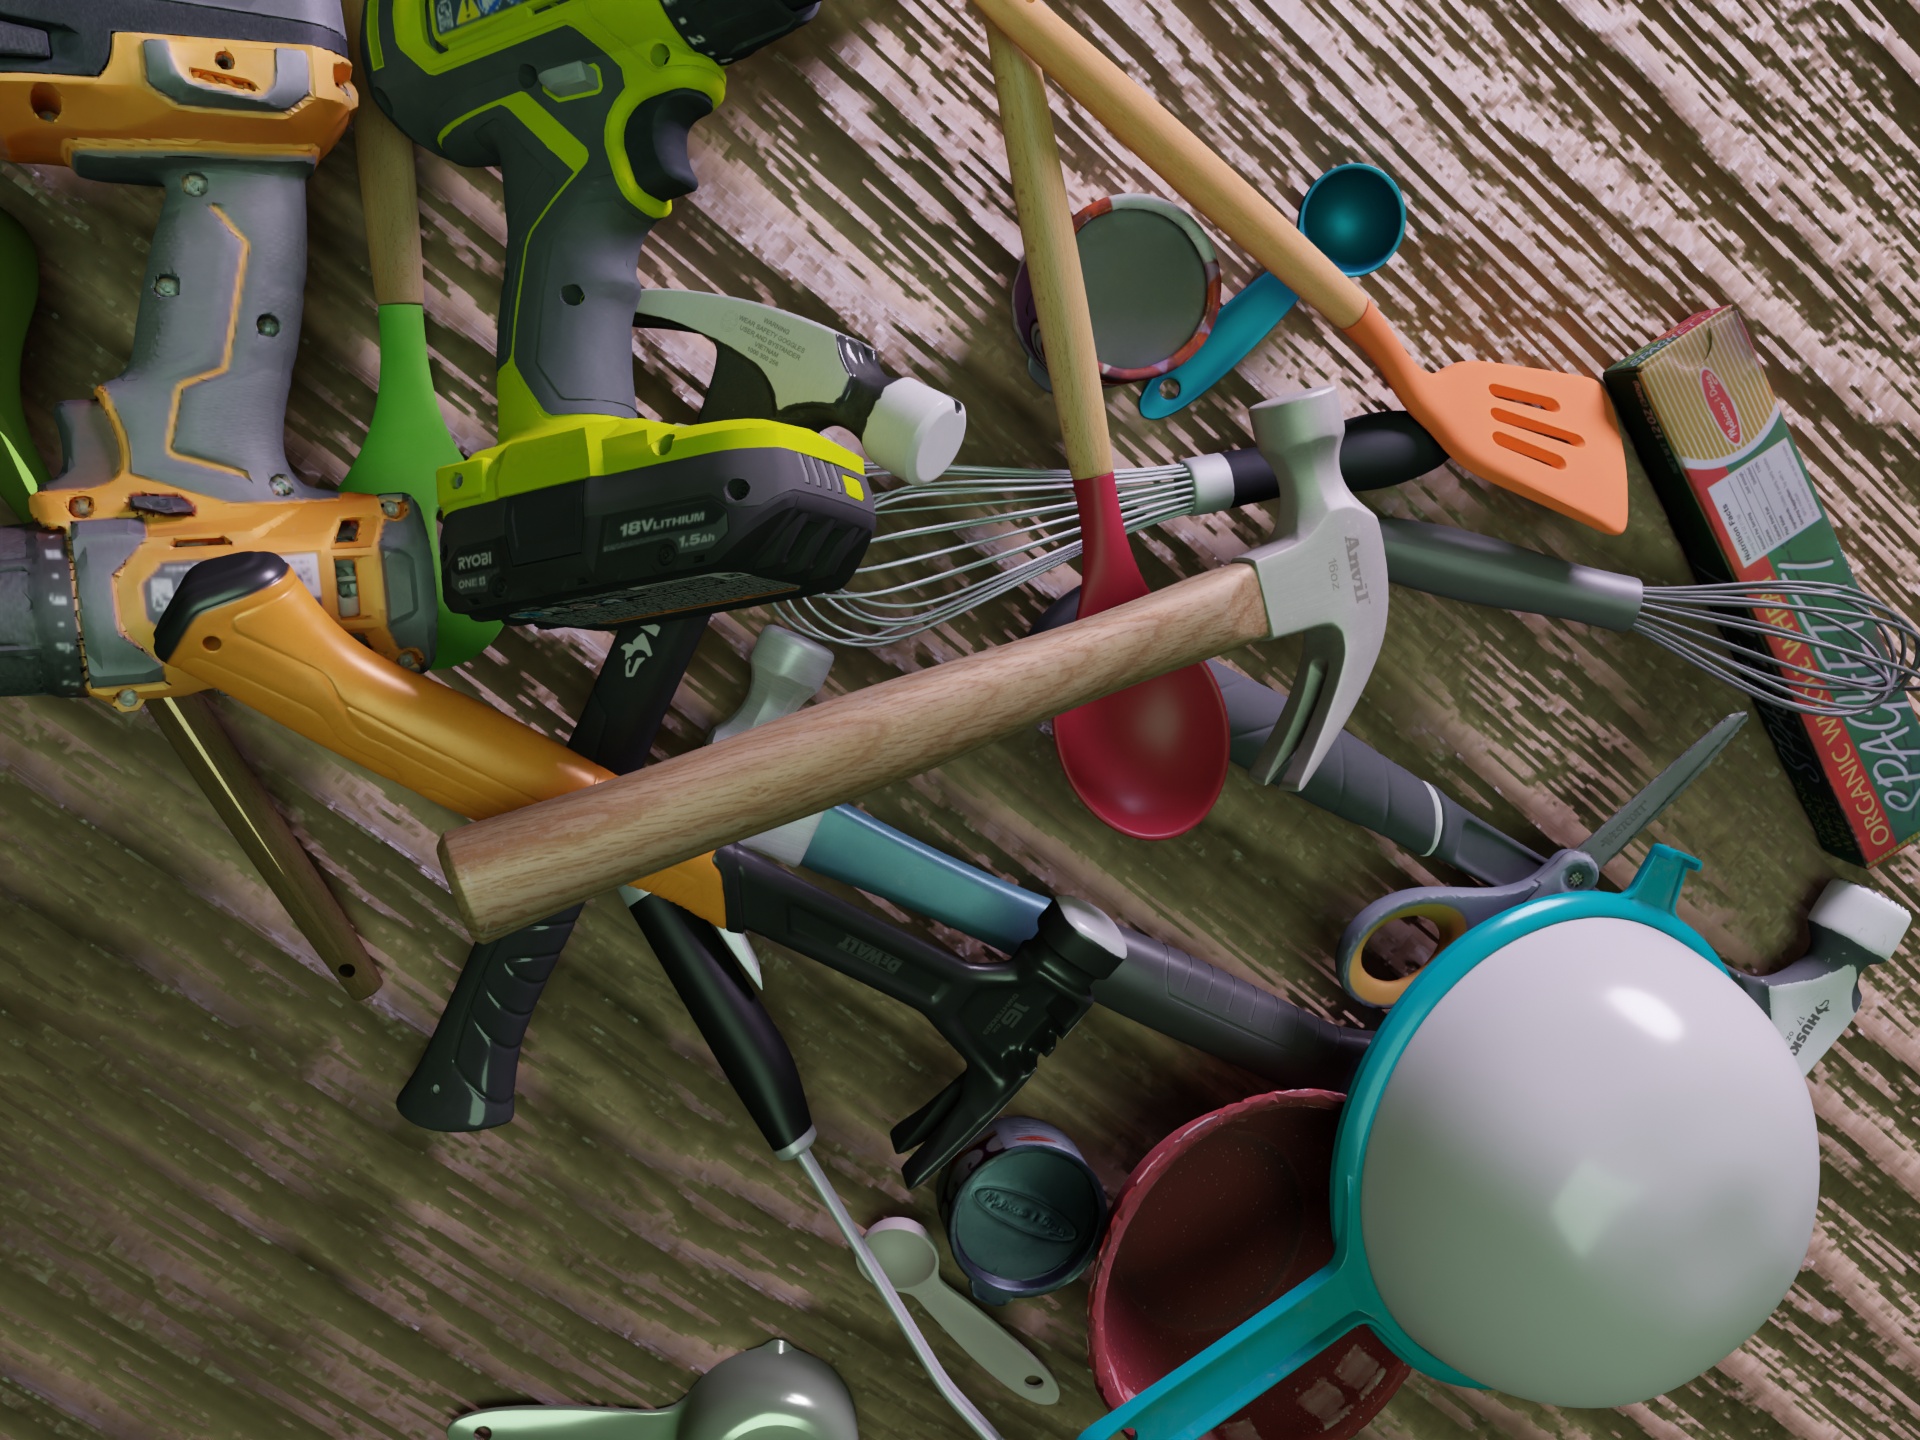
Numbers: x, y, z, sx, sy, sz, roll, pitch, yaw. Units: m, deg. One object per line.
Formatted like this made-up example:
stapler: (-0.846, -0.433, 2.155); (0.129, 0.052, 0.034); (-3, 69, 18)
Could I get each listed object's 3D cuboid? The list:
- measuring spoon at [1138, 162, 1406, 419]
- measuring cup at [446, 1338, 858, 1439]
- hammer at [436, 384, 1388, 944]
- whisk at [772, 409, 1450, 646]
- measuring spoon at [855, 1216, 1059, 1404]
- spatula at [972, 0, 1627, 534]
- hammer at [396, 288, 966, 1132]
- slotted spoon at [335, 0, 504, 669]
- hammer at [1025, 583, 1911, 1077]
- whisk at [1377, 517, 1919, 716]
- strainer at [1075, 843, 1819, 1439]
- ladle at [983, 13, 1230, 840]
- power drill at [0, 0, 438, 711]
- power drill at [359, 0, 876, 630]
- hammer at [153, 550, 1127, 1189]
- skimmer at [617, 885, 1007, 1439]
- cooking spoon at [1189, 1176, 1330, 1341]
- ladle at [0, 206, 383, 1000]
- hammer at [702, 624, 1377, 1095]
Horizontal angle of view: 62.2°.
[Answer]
measuring spoon: (0.118, -0.165, 0.623); (0.128, 0.021, 0.042); (-42, 105, 8)
measuring cup: (-0.122, 0.297, 0.642); (0.167, 0.038, 0.083); (7, 98, -13)
hammer: (-0.001, -0.002, 0.518); (0.331, 0.031, 0.130); (-21, 103, -17)
whisk: (0.063, -0.085, 0.605); (0.284, 0.070, 0.070); (-13, 102, -13)
measuring spoon: (0.002, 0.249, 0.672); (0.034, 0.018, 0.124); (-34, 111, 18)
spatula: (0.133, -0.165, 0.570); (0.322, 0.041, 0.081); (30, 52, -30)
hammer: (-0.131, 0.006, 0.575); (0.146, 0.035, 0.334); (32, 103, 21)
slotted spoon: (-0.201, -0.172, 0.557); (0.070, 0.031, 0.313); (-3, 98, -5)
hammer: (0.206, 0.054, 0.664); (0.408, 0.036, 0.149); (28, 95, -13)
whisk: (0.266, -0.045, 0.635); (0.239, 0.055, 0.055); (14, 97, 2)
strainer: (0.200, 0.206, 0.590); (0.340, 0.095, 0.211); (-27, 108, -16)
ladle: (0.040, -0.110, 0.550); (0.069, 0.031, 0.315); (-17, 104, -20)
power drill: (-0.266, -0.115, 0.486); (0.185, 0.084, 0.226); (-7, 97, -26)
power drill: (-0.092, -0.152, 0.495); (0.190, 0.080, 0.228); (-8, 85, 25)
hammer: (-0.103, 0.050, 0.533); (0.336, 0.034, 0.127); (32, 104, -26)
skimmer: (-0.057, 0.229, 0.605); (0.090, 0.127, 0.363); (-30, 90, -9)
cooking spoon: (0.077, 0.335, 0.695); (0.068, 0.017, 0.319); (34, 92, -9)
ladle: (-0.292, -0.036, 0.562); (0.078, 0.062, 0.320); (-27, 110, -3)
hammer: (0.043, 0.089, 0.641); (0.331, 0.033, 0.128); (26, 93, -13)
